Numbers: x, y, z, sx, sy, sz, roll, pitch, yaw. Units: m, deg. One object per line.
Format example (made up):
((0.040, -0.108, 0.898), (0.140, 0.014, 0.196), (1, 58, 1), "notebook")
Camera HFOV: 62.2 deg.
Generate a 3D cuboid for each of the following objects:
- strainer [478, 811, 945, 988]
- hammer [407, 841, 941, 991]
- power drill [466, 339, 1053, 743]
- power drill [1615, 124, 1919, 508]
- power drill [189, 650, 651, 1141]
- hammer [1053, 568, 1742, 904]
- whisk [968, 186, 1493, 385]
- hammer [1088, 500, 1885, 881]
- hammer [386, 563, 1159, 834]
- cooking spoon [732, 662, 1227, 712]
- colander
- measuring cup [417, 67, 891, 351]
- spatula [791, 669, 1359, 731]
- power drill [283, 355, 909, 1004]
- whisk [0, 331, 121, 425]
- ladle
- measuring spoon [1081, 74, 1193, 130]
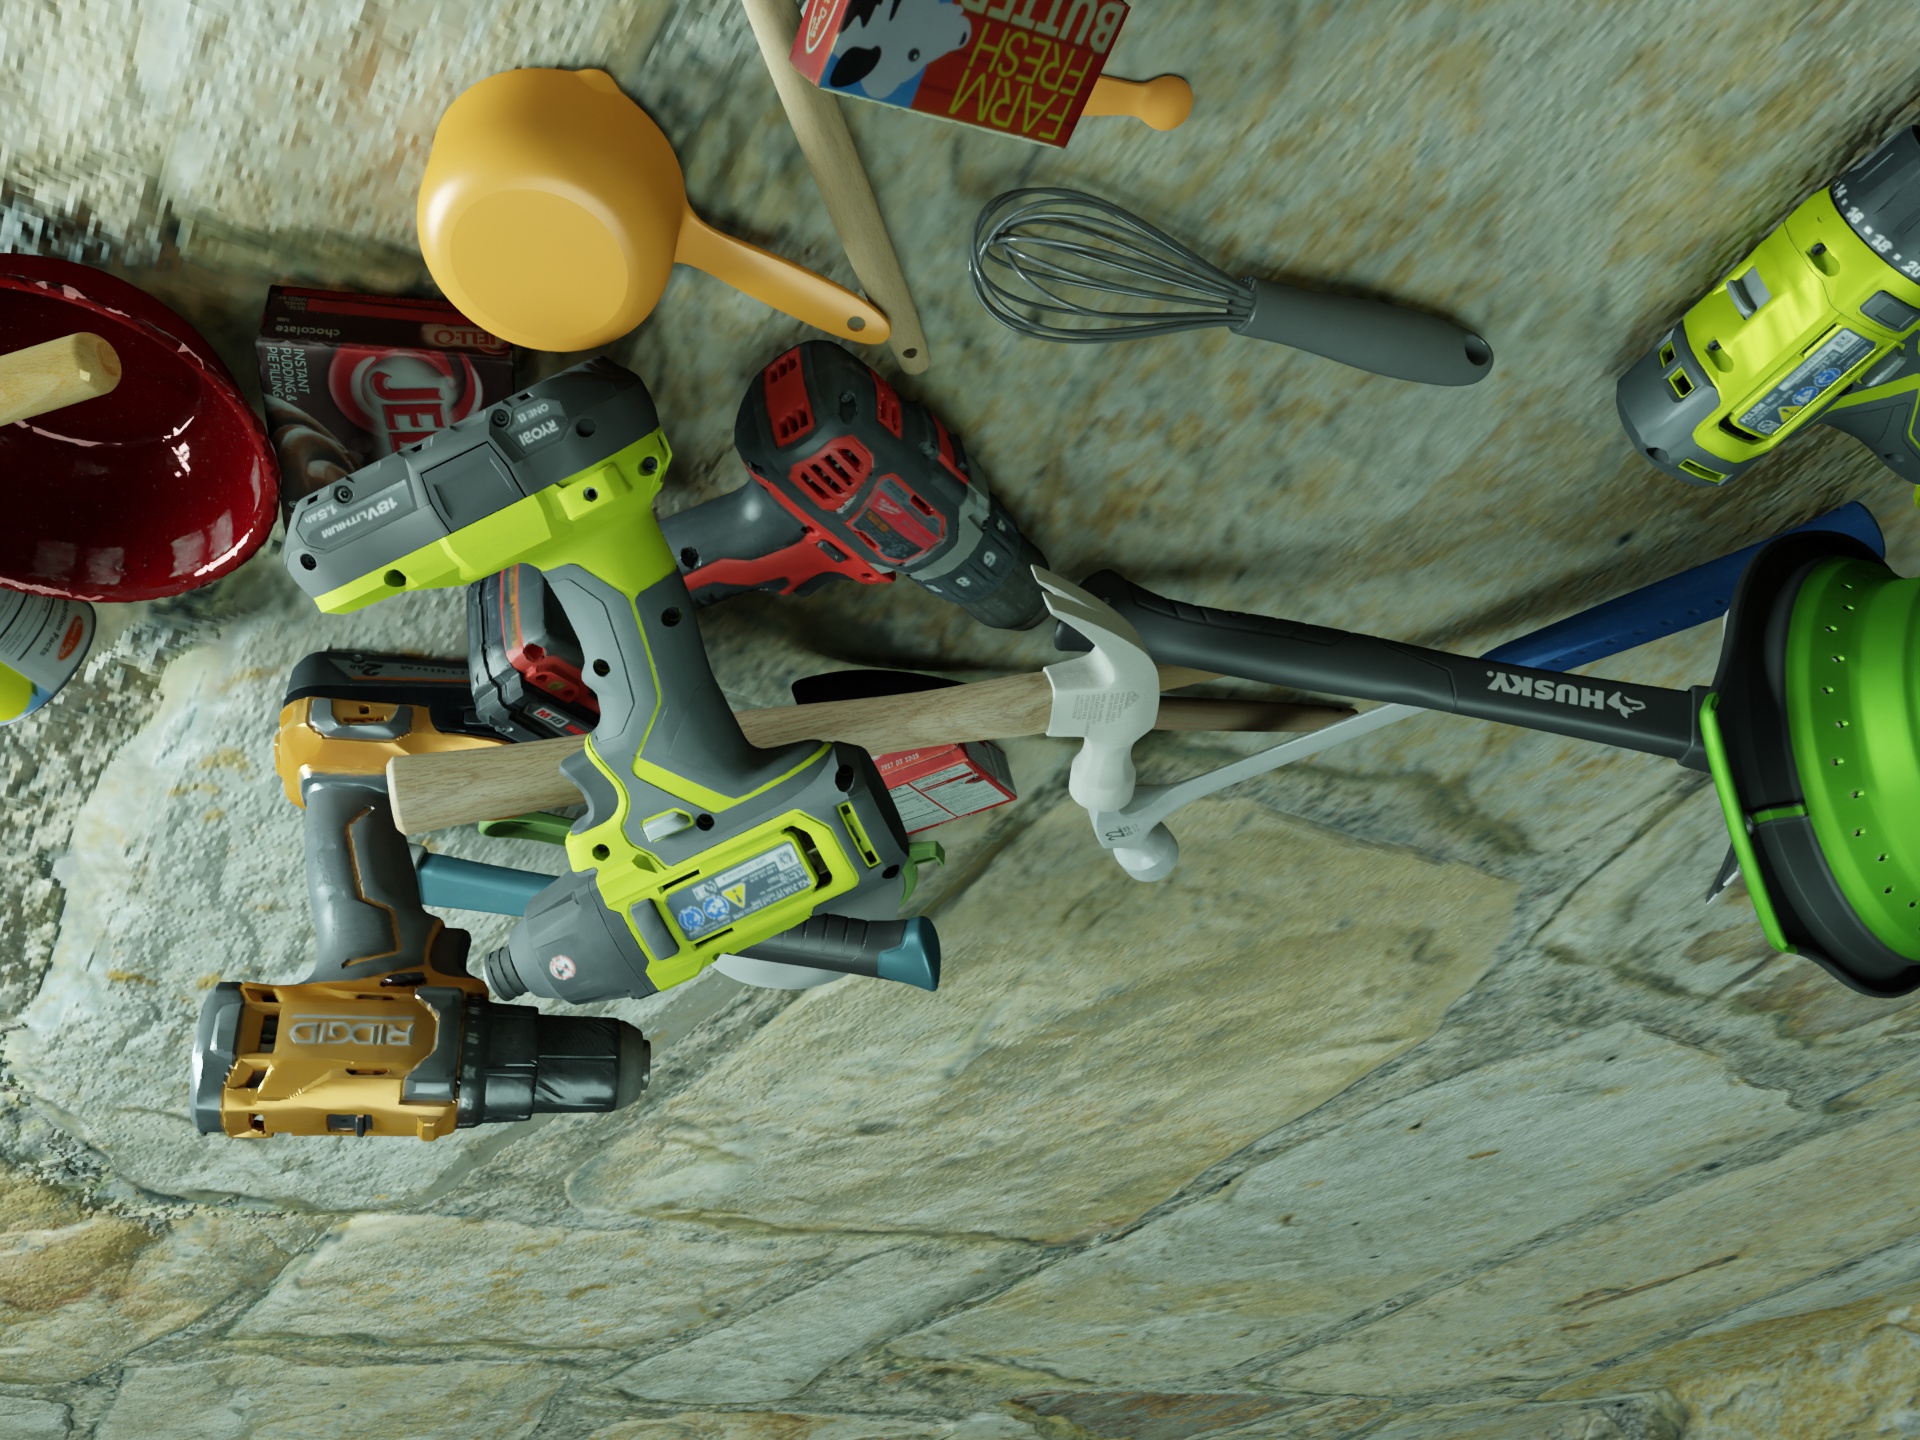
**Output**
((-0.145, 0.101, 0.894), (0.256, 0.069, 0.151), (15, 144, -26), "strainer")
((-0.173, 0.101, 0.846), (0.331, 0.033, 0.128), (9, 126, 0), "hammer")
((-0.082, -0.054, 0.703), (0.226, 0.080, 0.187), (-29, 144, 21), "power drill")
((0.416, -0.154, 0.649), (0.228, 0.080, 0.190), (15, 139, -23), "power drill")
((-0.235, 0.082, 0.729), (0.185, 0.226, 0.084), (5, 142, -16), "power drill")
((0.209, -0.015, 0.727), (0.335, 0.146, 0.035), (11, 151, 9), "hammer")
((0.111, -0.159, 0.617), (0.238, 0.055, 0.055), (6, 142, -23), "whisk")
((0.253, -0.019, 0.805), (0.405, 0.035, 0.144), (-22, 150, 12), "hammer")
((-0.071, 0.006, 0.681), (0.331, 0.031, 0.130), (-8, 133, -15), "hammer")
((-0.001, -0.002, 0.747), (0.319, 0.017, 0.068), (-11, 136, -18), "cooking spoon")
((0.472, -0.009, 0.713), (0.397, 0.204, 0.094), (-17, 180, -40), "colander")
((-0.104, -0.157, 0.561), (0.173, 0.052, 0.095), (20, 136, -20), "measuring cup")
((0.068, -0.006, 0.818), (0.315, 0.060, 0.018), (2, 121, -20), "spatula")
((-0.141, -0.005, 0.594), (0.171, 0.080, 0.223), (-25, 107, 4), "power drill")
((-0.401, -0.088, 0.536), (0.245, 0.051, 0.047), (-15, 137, 6), "whisk")
((-0.059, -0.227, 0.510), (0.078, 0.062, 0.319), (-18, 149, 6), "ladle")
((0.025, -0.216, 0.552), (0.117, 0.011, 0.021), (1, 143, -10), "measuring spoon")
